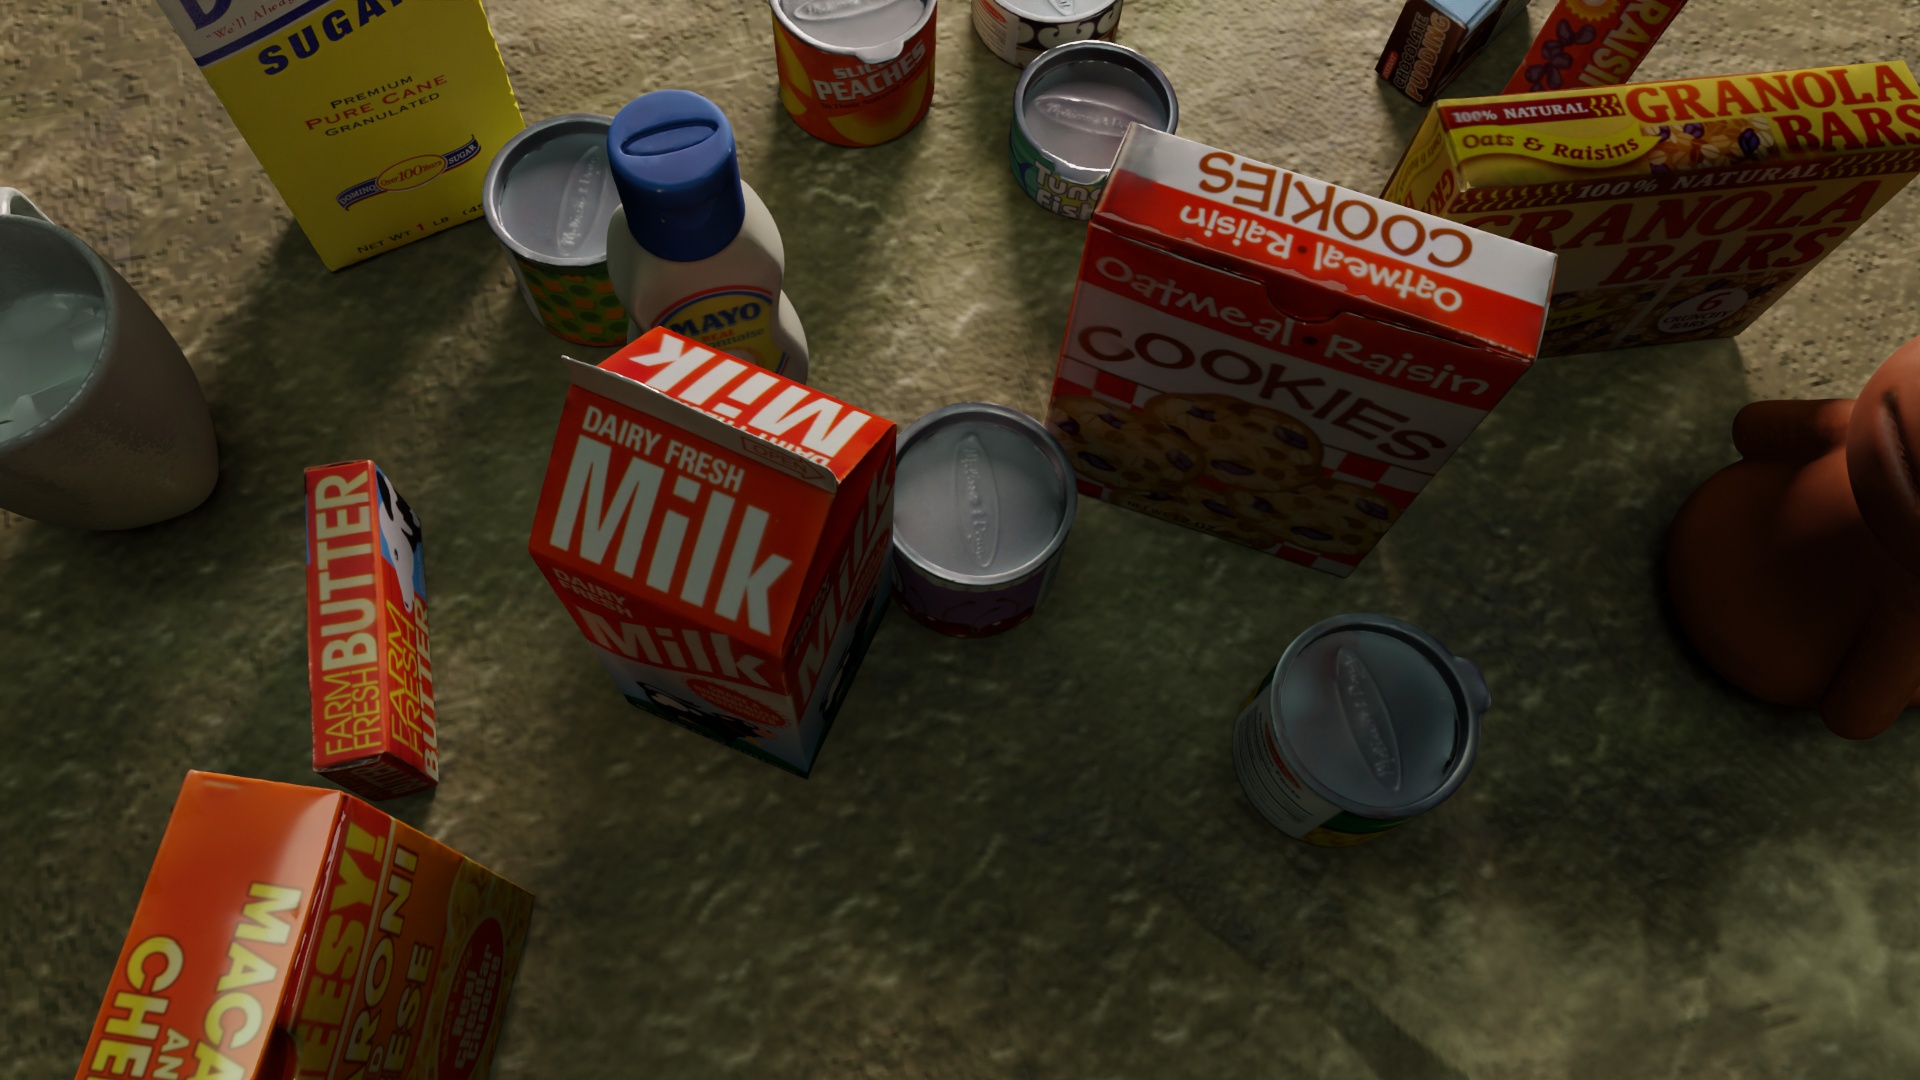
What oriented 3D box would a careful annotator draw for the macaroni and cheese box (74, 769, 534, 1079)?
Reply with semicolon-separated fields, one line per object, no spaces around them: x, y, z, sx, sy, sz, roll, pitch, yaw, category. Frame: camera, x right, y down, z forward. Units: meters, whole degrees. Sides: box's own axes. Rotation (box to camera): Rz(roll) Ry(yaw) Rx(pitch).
-0.162;0.137;0.356;0.040;0.165;0.124;9;68;1;macaroni and cheese box

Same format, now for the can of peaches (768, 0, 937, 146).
-0.042;-0.200;0.558;0.071;0.058;0.071;1;68;-2;can of peaches

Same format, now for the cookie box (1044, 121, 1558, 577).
0.094;-0.050;0.445;0.123;0.166;0.040;18;69;5;cookie box

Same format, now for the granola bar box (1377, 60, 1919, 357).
0.231;-0.112;0.501;0.166;0.123;0.039;-7;69;-6;granola bar box

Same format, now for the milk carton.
-0.065;0.005;0.402;0.072;0.189;0.074;22;69;6;milk carton

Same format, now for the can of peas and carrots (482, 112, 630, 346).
-0.135;-0.114;0.518;0.071;0.058;0.071;1;68;-2;can of peas and carrots

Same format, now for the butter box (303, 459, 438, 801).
-0.194;0.030;0.459;0.024;0.053;0.104;-10;69;-7;butter box

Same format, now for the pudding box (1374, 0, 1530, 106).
0.217;-0.230;0.589;0.030;0.049;0.084;41;72;13;pudding box

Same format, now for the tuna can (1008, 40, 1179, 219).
0.052;-0.163;0.562;0.071;0.032;0.071;1;68;-3;tuna can

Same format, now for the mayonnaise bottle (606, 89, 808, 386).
-0.086;-0.086;0.461;0.065;0.147;0.041;-17;70;-9;mayonnaise bottle

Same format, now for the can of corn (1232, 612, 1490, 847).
0.131;0.064;0.459;0.071;0.058;0.071;1;68;-2;can of corn

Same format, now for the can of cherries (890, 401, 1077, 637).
0.002;-0.006;0.481;0.071;0.058;0.072;1;68;-2;can of cherries

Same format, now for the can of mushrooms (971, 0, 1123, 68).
0.040;-0.236;0.590;0.071;0.033;0.071;1;68;-3;can of mushrooms

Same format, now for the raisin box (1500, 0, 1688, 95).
0.250;-0.200;0.538;0.040;0.123;0.086;35;71;11;raisin box
